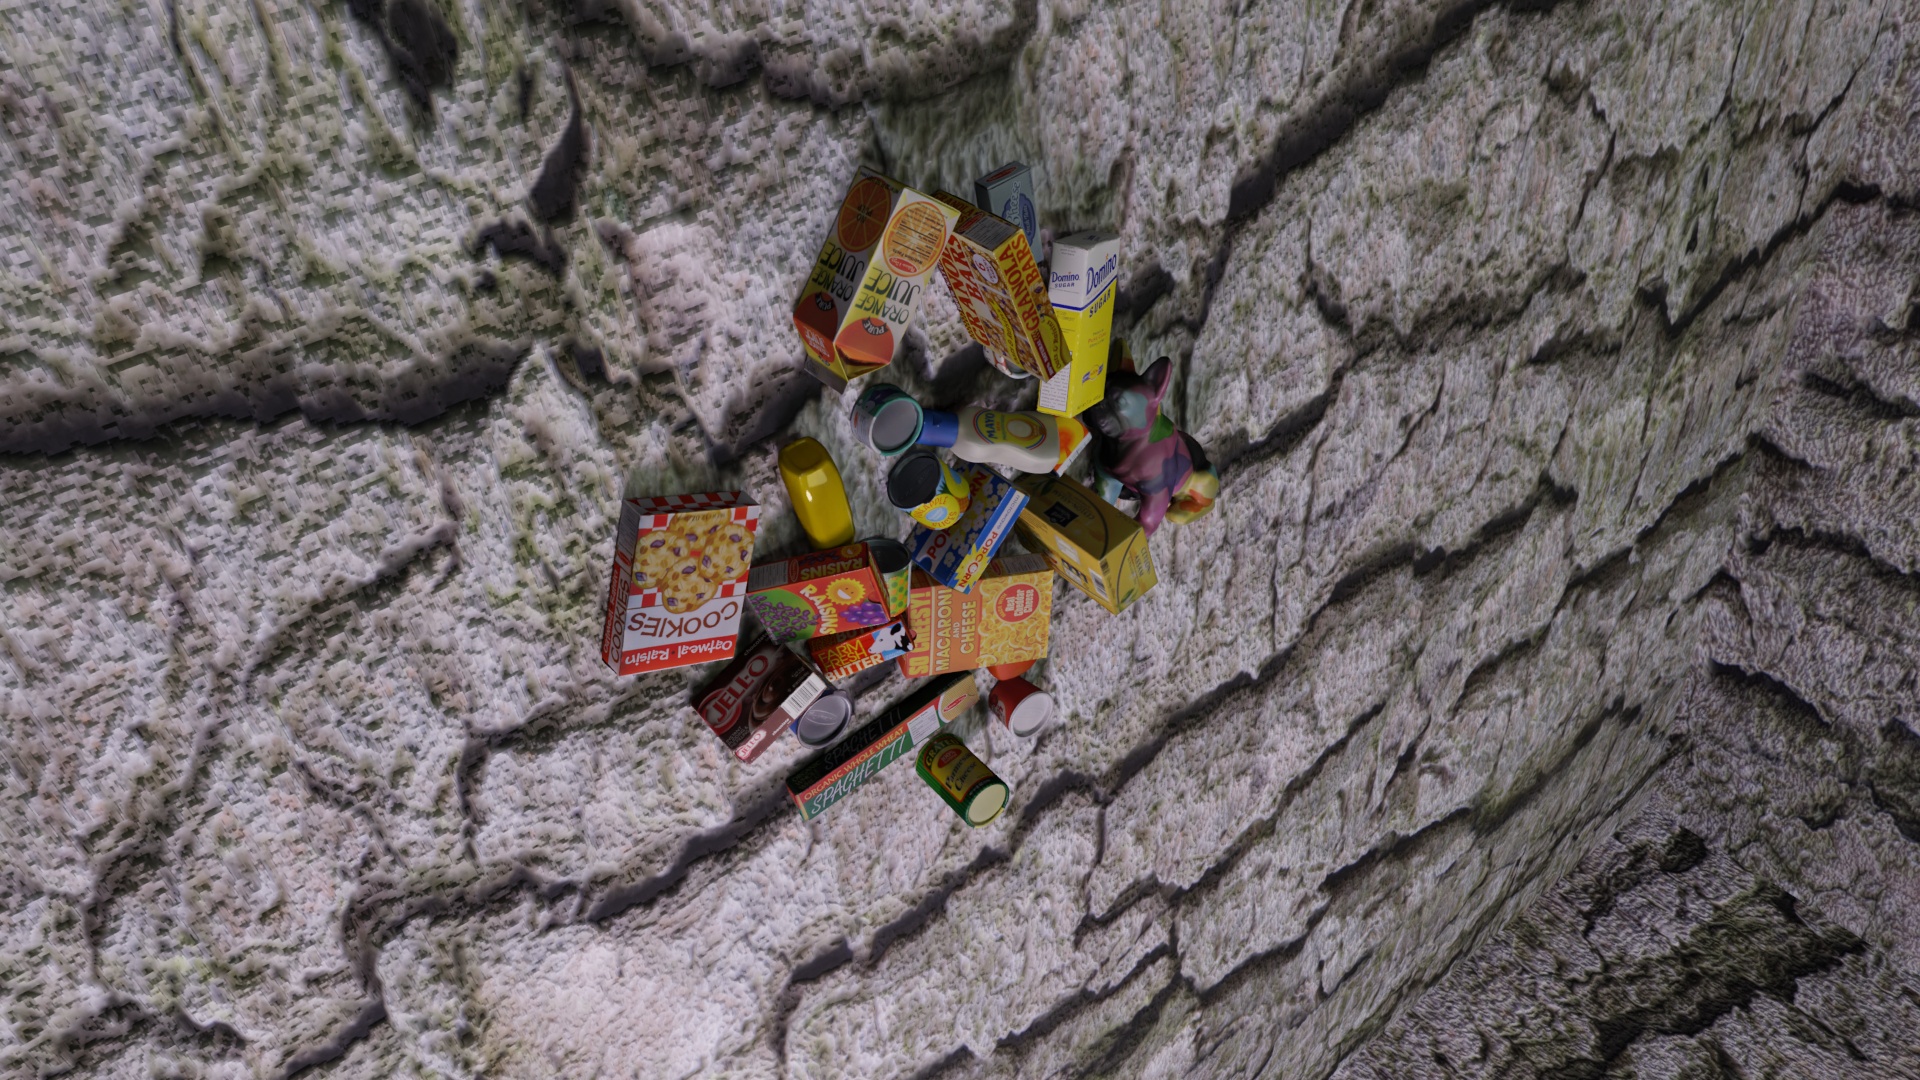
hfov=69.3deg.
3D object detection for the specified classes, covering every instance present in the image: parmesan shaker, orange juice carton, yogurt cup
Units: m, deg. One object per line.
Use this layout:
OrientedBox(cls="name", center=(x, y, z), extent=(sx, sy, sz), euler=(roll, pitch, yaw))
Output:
OrientedBox(cls="parmesan shaker", center=(0.005, 0.282, 1.647), extent=(0.071, 0.103, 0.071), euler=(-22, 130, -29))
OrientedBox(cls="orange juice carton", center=(-0.084, -0.228, 1.247), extent=(0.073, 0.072, 0.192), euler=(14, 107, -46))
OrientedBox(cls="yogurt cup", center=(0.071, 0.200, 1.688), extent=(0.073, 0.054, 0.072), euler=(-23, 130, -29))

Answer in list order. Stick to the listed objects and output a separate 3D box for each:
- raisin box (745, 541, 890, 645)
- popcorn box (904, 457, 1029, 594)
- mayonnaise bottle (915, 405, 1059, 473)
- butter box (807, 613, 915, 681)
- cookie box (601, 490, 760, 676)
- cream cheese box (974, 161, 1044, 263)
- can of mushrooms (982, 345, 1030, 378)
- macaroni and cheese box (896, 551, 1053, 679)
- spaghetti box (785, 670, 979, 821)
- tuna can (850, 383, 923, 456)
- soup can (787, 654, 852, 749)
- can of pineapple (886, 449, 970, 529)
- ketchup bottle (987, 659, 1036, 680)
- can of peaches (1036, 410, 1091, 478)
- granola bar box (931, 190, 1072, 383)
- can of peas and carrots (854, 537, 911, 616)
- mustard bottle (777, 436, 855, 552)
OrientedBox(cls="raisin box", center=(-0.138, 0.053, 1.365), extent=(0.123, 0.040, 0.085), euler=(-12, 136, 6))
OrientedBox(cls="popcorn box", center=(0.005, -0.018, 1.458), extent=(0.038, 0.085, 0.126), euler=(27, 97, -49))
OrientedBox(cls="mayonnaise bottle", center=(0.027, -0.107, 1.414), extent=(0.148, 0.065, 0.041), euler=(6, 150, -20))
OrientedBox(cls="butter box", center=(-0.104, 0.110, 1.466), extent=(0.103, 0.024, 0.053), euler=(-21, 134, 0))
OrientedBox(cls="cookie box", center=(-0.261, 0.039, 1.294), extent=(0.123, 0.040, 0.166), euler=(-6, 120, -39))
OrientedBox(cls="cream cheese box", center=(0.049, -0.309, 1.346), extent=(0.053, 0.024, 0.103), euler=(-32, 134, -21))
OrientedBox(cls="can of mushrooms", center=(0.058, -0.203, 1.420), extent=(0.071, 0.033, 0.070), euler=(-22, 130, -29))
OrientedBox(cls="macaroni and cheese box", center=(0.015, 0.083, 1.530), extent=(0.167, 0.040, 0.123), euler=(-8, 124, -15))
OrientedBox(cls="spaghetti box", center=(-0.087, 0.228, 1.585), extent=(0.251, 0.029, 0.050), euler=(-33, 135, -21))
OrientedBox(cls="tuna can", center=(-0.070, -0.119, 1.363), extent=(0.071, 0.033, 0.070), euler=(-22, 130, -29))
OrientedBox(cls="soup can", center=(-0.160, 0.163, 1.434), extent=(0.071, 0.084, 0.071), euler=(-23, 131, -29))
OrientedBox(cls="can of pineapple", center=(-0.032, -0.050, 1.417), extent=(0.071, 0.071, 0.058), euler=(-53, 138, 1))
OrientedBox(cls="ketchup bottle", center=(0.052, 0.092, 1.606), extent=(0.065, 0.043, 0.148), euler=(-30, 133, -22))
OrientedBox(cls="can of peaches", center=(0.097, -0.111, 1.494), extent=(0.058, 0.071, 0.071), euler=(-50, 138, -2))
OrientedBox(cls="granola bar box", center=(0.032, -0.239, 1.304), extent=(0.039, 0.124, 0.165), euler=(-41, 137, -13))
OrientedBox(cls="can of peas and carrots", center=(-0.086, 0.039, 1.431), extent=(0.071, 0.071, 0.058), euler=(-20, 129, -31))
OrientedBox(cls="mustard bottle", center=(-0.133, -0.029, 1.349), extent=(0.049, 0.065, 0.159), euler=(-30, 141, -14))
